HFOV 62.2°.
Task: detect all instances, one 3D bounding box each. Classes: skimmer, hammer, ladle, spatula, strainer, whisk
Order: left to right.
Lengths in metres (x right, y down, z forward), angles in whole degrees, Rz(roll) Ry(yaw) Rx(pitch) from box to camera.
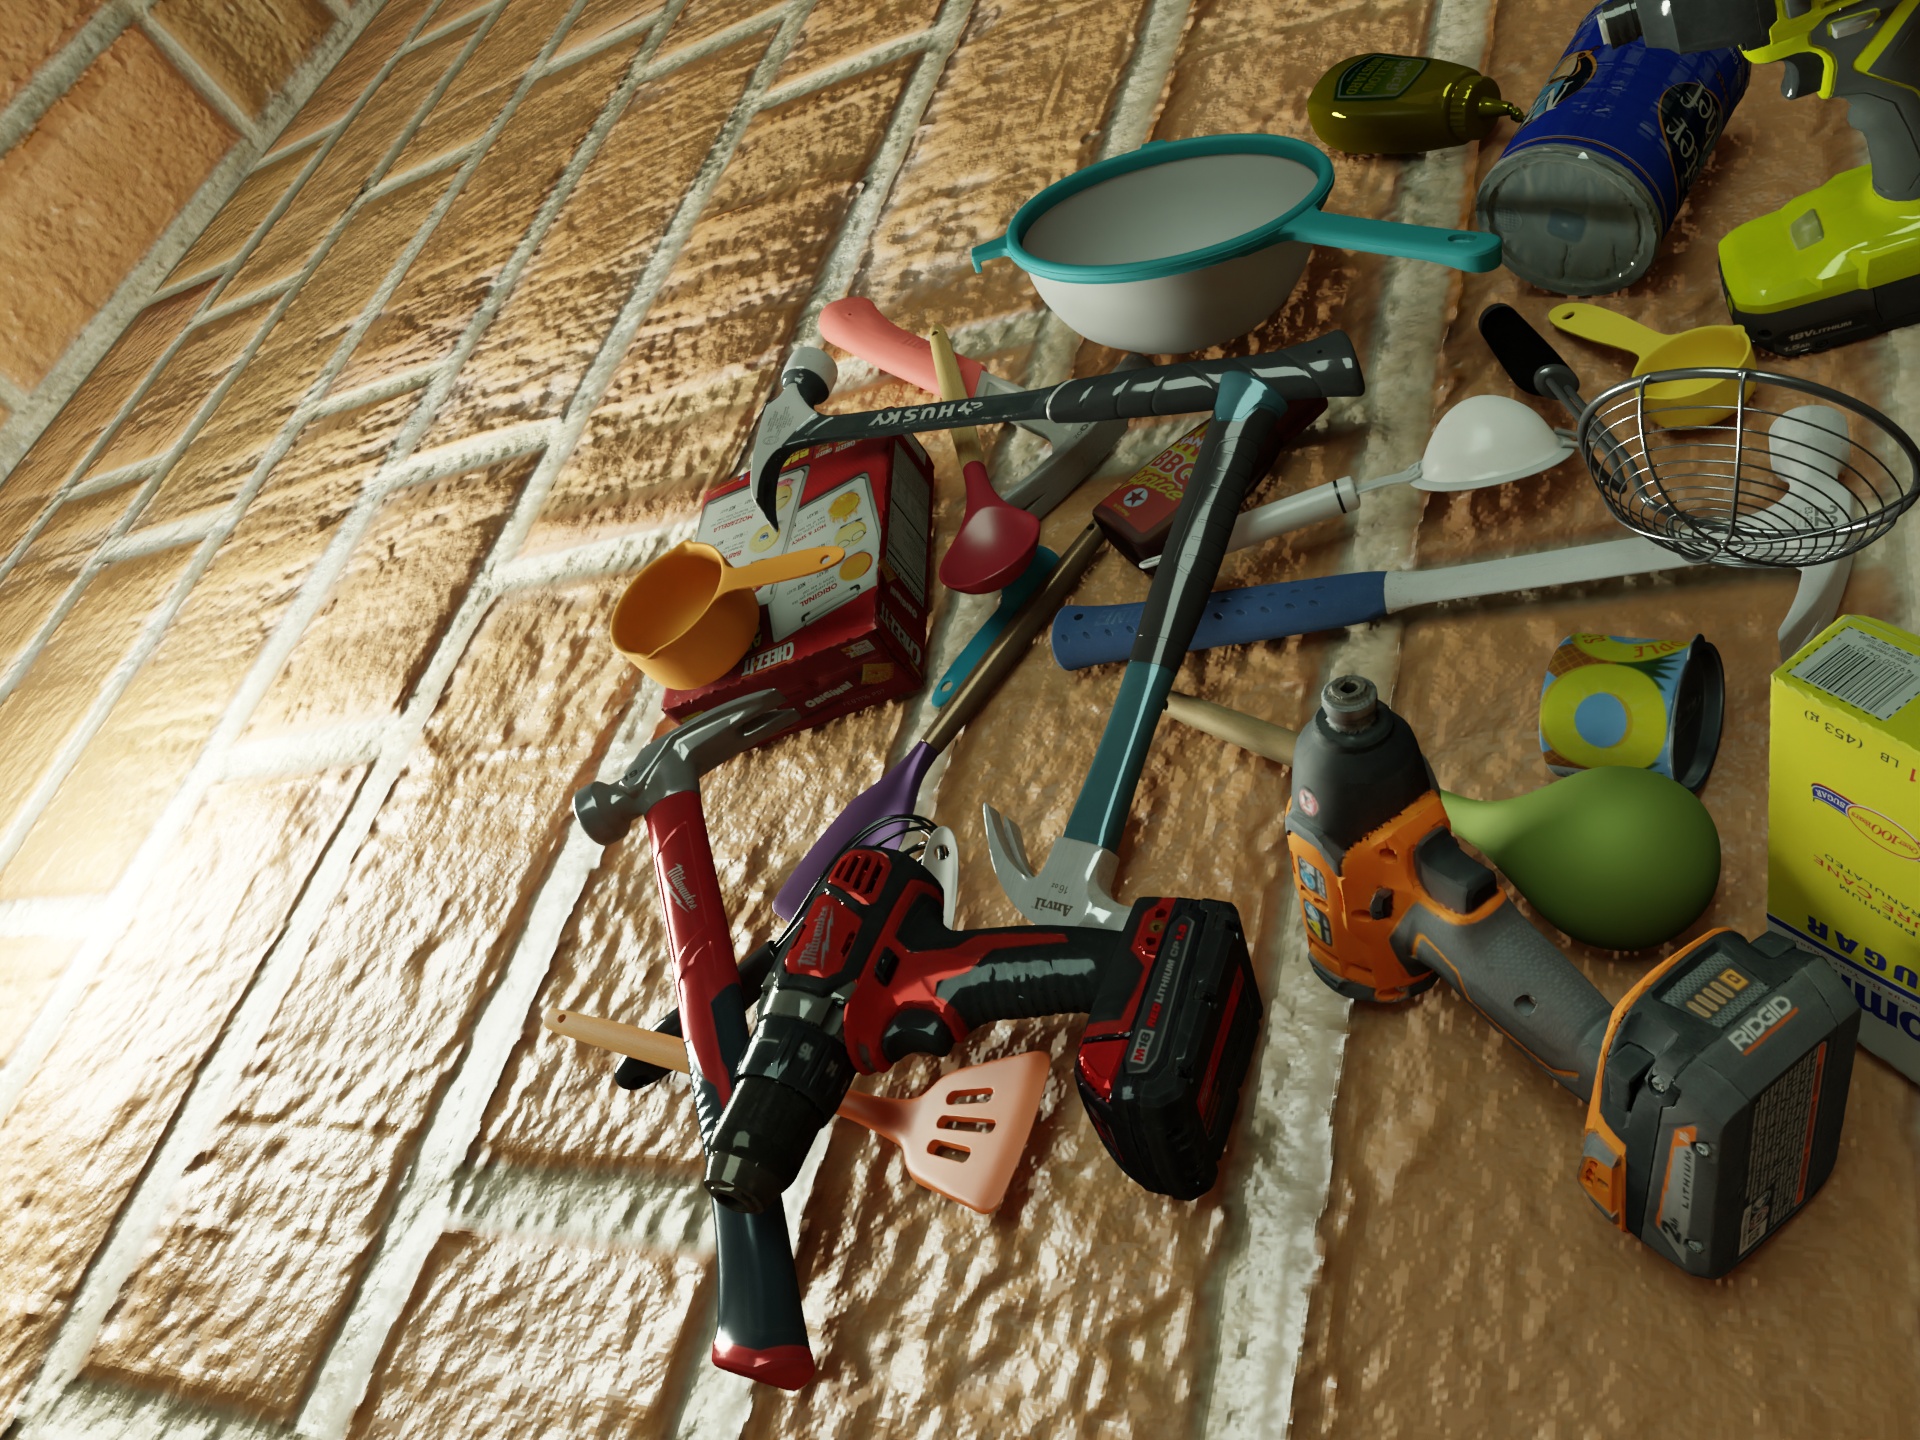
[{"bbox_3d":[-0.114,0.146,0.816,0.143,0.038,0.387,-29,47,8],"label":"hammer"},{"bbox_3d":[-0.099,0.182,0.821,0.323,0.041,0.081,7,58,30],"label":"spatula"},{"bbox_3d":[-0.102,0.131,0.882,0.239,0.055,0.055,-39,40,8],"label":"whisk"},{"bbox_3d":[-0.013,-0.245,1.163,0.149,0.036,0.359,-46,41,-7],"label":"hammer"},{"bbox_3d":[-0.002,-0.003,0.950,0.060,0.018,0.316,25,72,43],"label":"spatula"},{"bbox_3d":[0.003,-0.180,1.047,0.069,0.031,0.316,-25,42,12],"label":"ladle"},{"bbox_3d":[0.045,-0.193,0.984,0.409,0.036,0.149,-1,53,28],"label":"hammer"},{"bbox_3d":[0.107,-0.039,0.842,0.128,0.033,0.331,9,72,40],"label":"hammer"},{"bbox_3d":[0.185,-0.279,0.998,0.211,0.095,0.341,-39,42,-27],"label":"strainer"},{"bbox_3d":[0.217,-0.127,0.863,0.258,0.050,0.087,-18,20,19],"label":"strainer"},{"bbox_3d":[0.204,0.027,0.754,0.320,0.062,0.078,25,116,55],"label":"ladle"},{"bbox_3d":[0.230,-0.063,0.818,0.405,0.035,0.144,-7,50,32],"label":"hammer"},{"bbox_3d":[0.317,-0.165,0.749,0.090,0.127,0.364,-60,12,27],"label":"skimmer"}]

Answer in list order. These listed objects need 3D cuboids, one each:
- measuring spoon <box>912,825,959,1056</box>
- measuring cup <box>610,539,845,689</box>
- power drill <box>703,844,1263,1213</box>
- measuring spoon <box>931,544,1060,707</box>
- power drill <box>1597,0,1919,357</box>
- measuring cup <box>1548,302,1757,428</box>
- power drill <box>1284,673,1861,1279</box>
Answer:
[{"bbox_3d":[-0.014,0.116,0.833,0.034,0.018,0.124,4,66,3],"label":"measuring spoon"},{"bbox_3d":[-0.132,-0.069,0.976,0.173,0.052,0.095,-11,50,27],"label":"measuring cup"},{"bbox_3d":[0.005,0.149,0.713,0.227,0.080,0.188,5,48,27],"label":"power drill"},{"bbox_3d":[0.017,-0.063,0.986,0.042,0.021,0.129,18,65,45],"label":"measuring spoon"},{"bbox_3d":[0.407,-0.286,0.743,0.171,0.223,0.080,-14,46,27],"label":"power drill"},{"bbox_3d":[0.364,-0.194,0.852,0.062,0.029,0.157,-35,29,5],"label":"measuring cup"},{"bbox_3d":[0.211,0.083,0.604,0.084,0.164,0.227,-32,41,-16],"label":"power drill"}]
